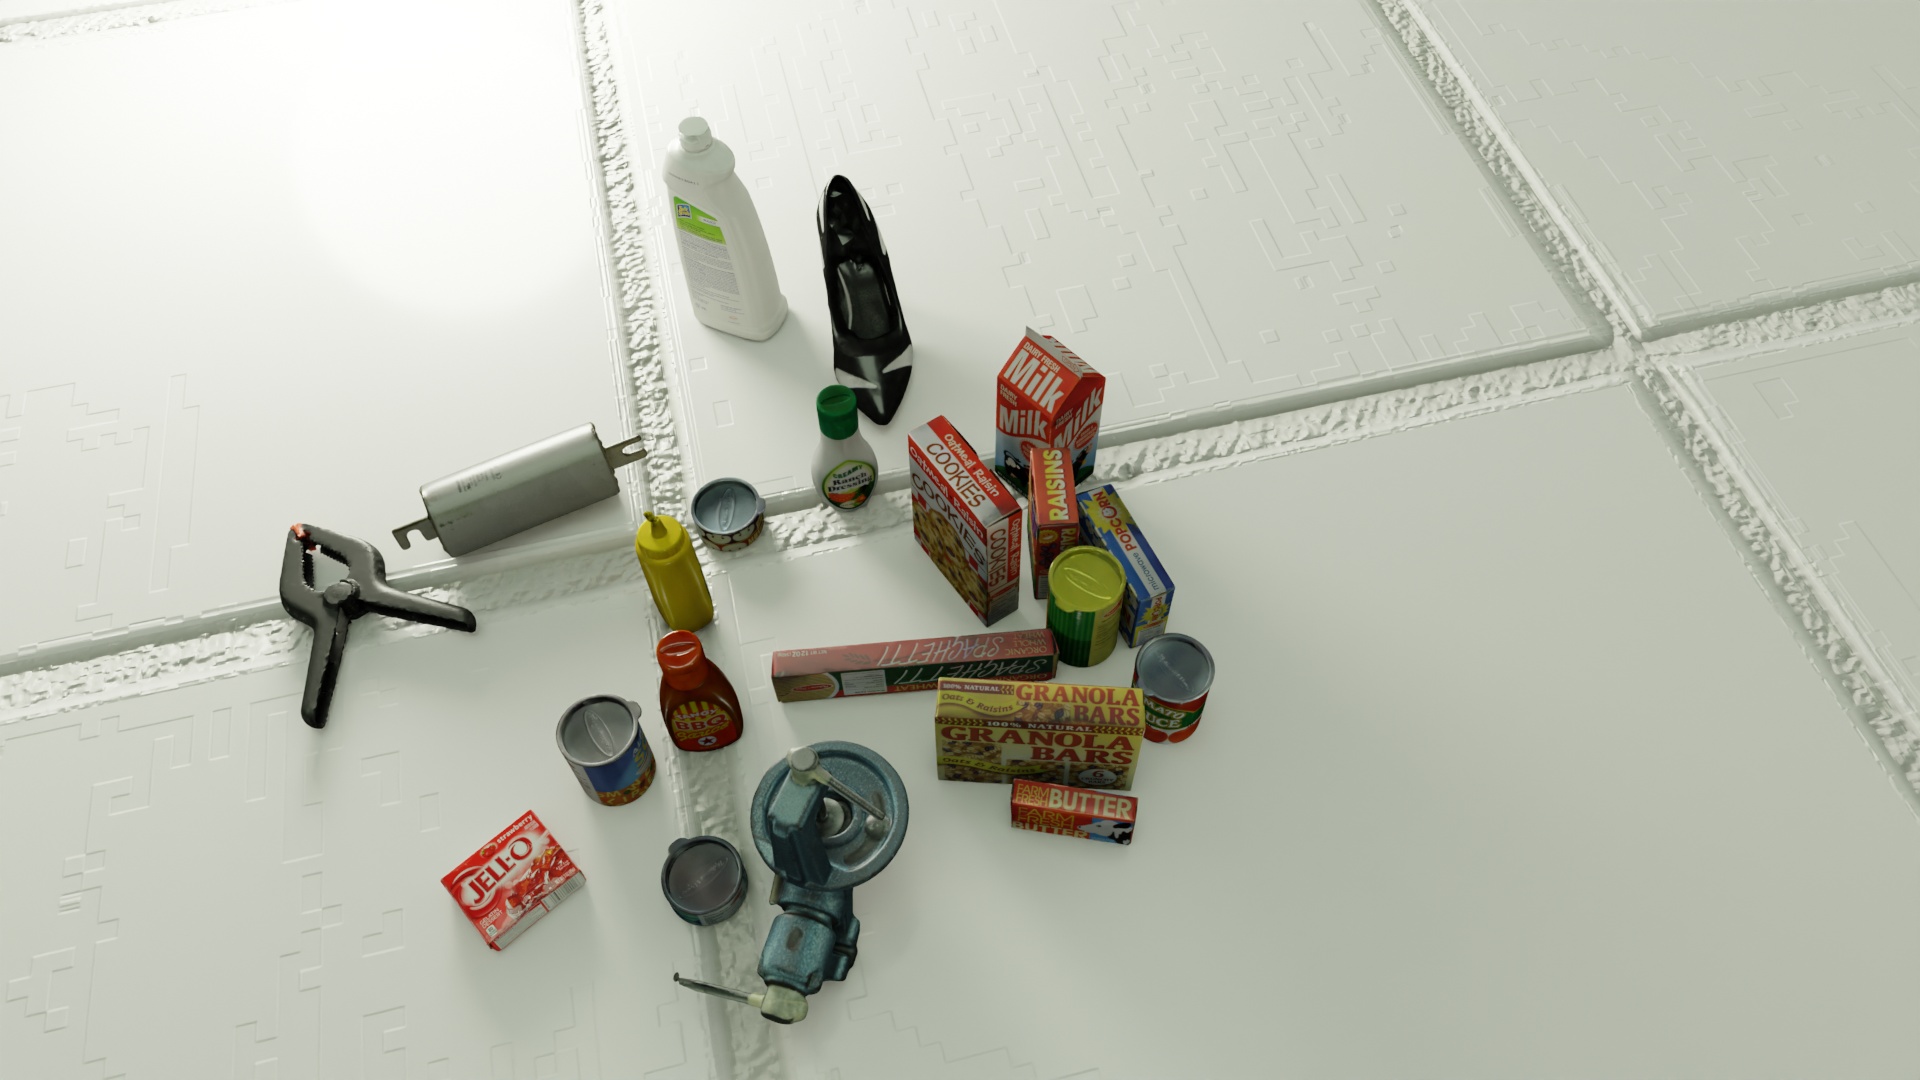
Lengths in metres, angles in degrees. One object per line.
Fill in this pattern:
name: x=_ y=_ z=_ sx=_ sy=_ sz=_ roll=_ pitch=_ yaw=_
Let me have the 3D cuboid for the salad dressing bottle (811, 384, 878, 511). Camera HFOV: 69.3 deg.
salad dressing bottle: x=-0.111 y=-0.086 z=1.298 sx=0.064 sy=0.147 sz=0.044 roll=-16 pitch=58 yaw=-10

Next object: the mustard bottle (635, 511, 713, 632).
mustard bottle: x=-0.254 y=0.022 z=1.219 sx=0.049 sy=0.159 sz=0.065 roll=-26 pitch=60 yaw=-16

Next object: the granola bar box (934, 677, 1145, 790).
granola bar box: x=0.064 y=0.160 z=1.145 sx=0.166 sy=0.123 sz=0.039 roll=3 pitch=56 yaw=3

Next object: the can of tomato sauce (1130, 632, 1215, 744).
can of tomato sauce: x=0.178 y=0.129 z=1.189 sx=0.071 sy=0.082 sz=0.071 roll=0 pitch=56 yaw=1

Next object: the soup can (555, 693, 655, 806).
soup can: x=-0.292 y=0.175 z=1.162 sx=0.071 sy=0.083 sz=0.072 roll=0 pitch=56 yaw=1

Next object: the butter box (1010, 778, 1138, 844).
butter box: x=0.092 y=0.224 z=1.144 sx=0.103 sy=0.053 sz=0.024 roll=8 pitch=57 yaw=6

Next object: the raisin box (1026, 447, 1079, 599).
raisin box: x=0.082 y=-0.015 z=1.263 sx=0.040 sy=0.122 sz=0.086 roll=-2 pitch=56 yaw=-1

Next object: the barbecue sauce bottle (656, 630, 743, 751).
barbecue sauce bottle: x=-0.222 y=0.126 z=1.156 sx=0.065 sy=0.147 sz=0.044 roll=-9 pitch=57 yaw=-6

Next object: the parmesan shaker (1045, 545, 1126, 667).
parmesan shaker: x=0.107 y=0.062 z=1.223 sx=0.071 sy=0.102 sz=0.071 roll=0 pitch=56 yaw=1

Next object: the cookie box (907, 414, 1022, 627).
cookie box: x=0.004 y=-0.016 z=1.238 sx=0.040 sy=0.166 sz=0.123 roll=-30 pitch=61 yaw=-18

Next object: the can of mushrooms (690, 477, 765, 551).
can of mushrooms: x=-0.220 y=-0.025 z=1.326 sx=0.071 sy=0.033 sz=0.071 roll=0 pitch=56 yaw=0

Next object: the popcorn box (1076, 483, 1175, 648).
popcorn box: x=0.145 y=0.023 z=1.259 sx=0.038 sy=0.084 sz=0.127 roll=-20 pitch=58 yaw=-12

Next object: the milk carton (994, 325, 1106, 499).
milk carton: x=0.082 y=-0.118 z=1.292 sx=0.074 sy=0.189 sz=0.072 roll=-39 pitch=64 yaw=-22

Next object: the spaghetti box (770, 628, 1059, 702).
spaghetti box: x=-0.039 y=0.110 z=1.224 sx=0.250 sy=0.050 sz=0.029 roll=-5 pitch=56 yaw=-3

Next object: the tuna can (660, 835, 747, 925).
tuna can: x=-0.208 y=0.274 z=1.125 sx=0.071 sy=0.032 sz=0.071 roll=0 pitch=56 yaw=0
